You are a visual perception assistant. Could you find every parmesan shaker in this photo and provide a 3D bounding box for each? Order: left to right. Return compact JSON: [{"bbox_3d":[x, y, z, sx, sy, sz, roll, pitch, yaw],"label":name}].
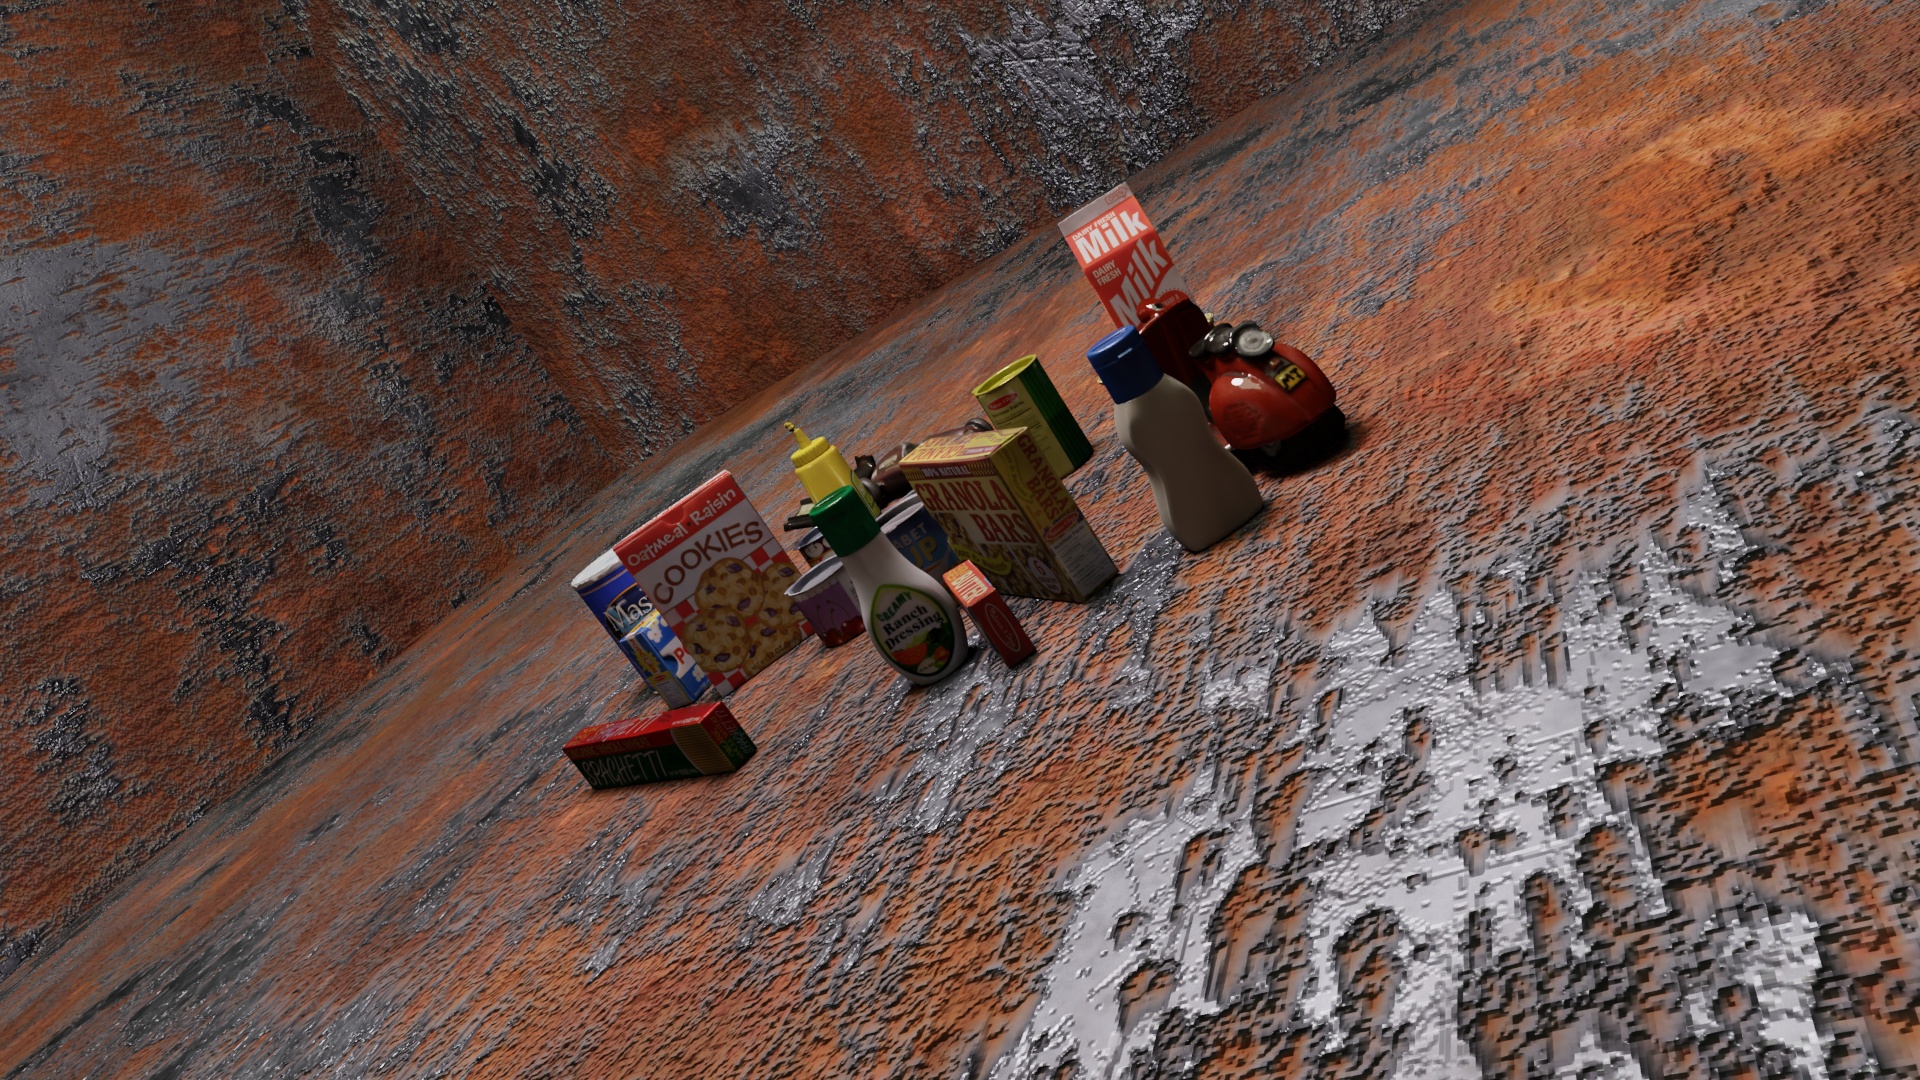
[{"bbox_3d":[0.065,-0.107,1.260,0.071,0.103,0.071,-31,14,9],"label":"parmesan shaker"}]

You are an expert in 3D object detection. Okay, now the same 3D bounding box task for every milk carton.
[{"bbox_3d":[0.164,-0.217,1.231,0.072,0.190,0.074,-31,14,11],"label":"milk carton"}]

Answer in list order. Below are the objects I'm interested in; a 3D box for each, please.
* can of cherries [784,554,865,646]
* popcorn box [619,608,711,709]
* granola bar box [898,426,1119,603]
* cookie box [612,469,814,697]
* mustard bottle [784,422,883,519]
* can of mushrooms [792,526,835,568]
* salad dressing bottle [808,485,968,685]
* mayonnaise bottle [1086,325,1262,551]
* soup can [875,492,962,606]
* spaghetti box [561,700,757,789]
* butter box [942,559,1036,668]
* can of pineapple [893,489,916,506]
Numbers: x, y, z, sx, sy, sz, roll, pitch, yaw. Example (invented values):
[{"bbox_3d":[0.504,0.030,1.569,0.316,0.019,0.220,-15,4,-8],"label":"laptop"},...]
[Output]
[{"bbox_3d":[-0.108,0.051,1.204,0.071,0.058,0.072,-31,14,9],"label":"can of cherries"},{"bbox_3d":[-0.258,0.091,1.341,0.038,0.085,0.127,-23,18,37],"label":"popcorn box"},{"bbox_3d":[0.030,-0.018,1.004,0.039,0.124,0.165,-38,15,-19],"label":"granola bar box"},{"bbox_3d":[-0.214,0.038,1.255,0.123,0.167,0.040,-36,14,-9],"label":"cookie box"},{"bbox_3d":[-0.123,-0.051,1.365,0.049,0.160,0.065,-32,14,6],"label":"mustard bottle"},{"bbox_3d":[-0.142,0.002,1.487,0.071,0.033,0.071,-31,15,9],"label":"can of mushrooms"},{"bbox_3d":[-0.051,0.031,0.971,0.064,0.147,0.044,-32,14,8],"label":"salad dressing bottle"},{"bbox_3d":[0.134,-0.068,0.897,0.065,0.148,0.041,-34,14,-2],"label":"mayonnaise bottle"},{"bbox_3d":[-0.029,0.013,1.110,0.071,0.083,0.071,-31,14,9],"label":"soup can"},{"bbox_3d":[-0.254,0.171,1.143,0.249,0.050,0.029,-17,22,48],"label":"spaghetti box"},{"bbox_3d":[0.018,0.049,0.955,0.024,0.053,0.103,-34,14,-3],"label":"butter box"},{"bbox_3d":[-0.021,-0.019,1.248,0.071,0.057,0.071,-31,14,9],"label":"can of pineapple"}]
